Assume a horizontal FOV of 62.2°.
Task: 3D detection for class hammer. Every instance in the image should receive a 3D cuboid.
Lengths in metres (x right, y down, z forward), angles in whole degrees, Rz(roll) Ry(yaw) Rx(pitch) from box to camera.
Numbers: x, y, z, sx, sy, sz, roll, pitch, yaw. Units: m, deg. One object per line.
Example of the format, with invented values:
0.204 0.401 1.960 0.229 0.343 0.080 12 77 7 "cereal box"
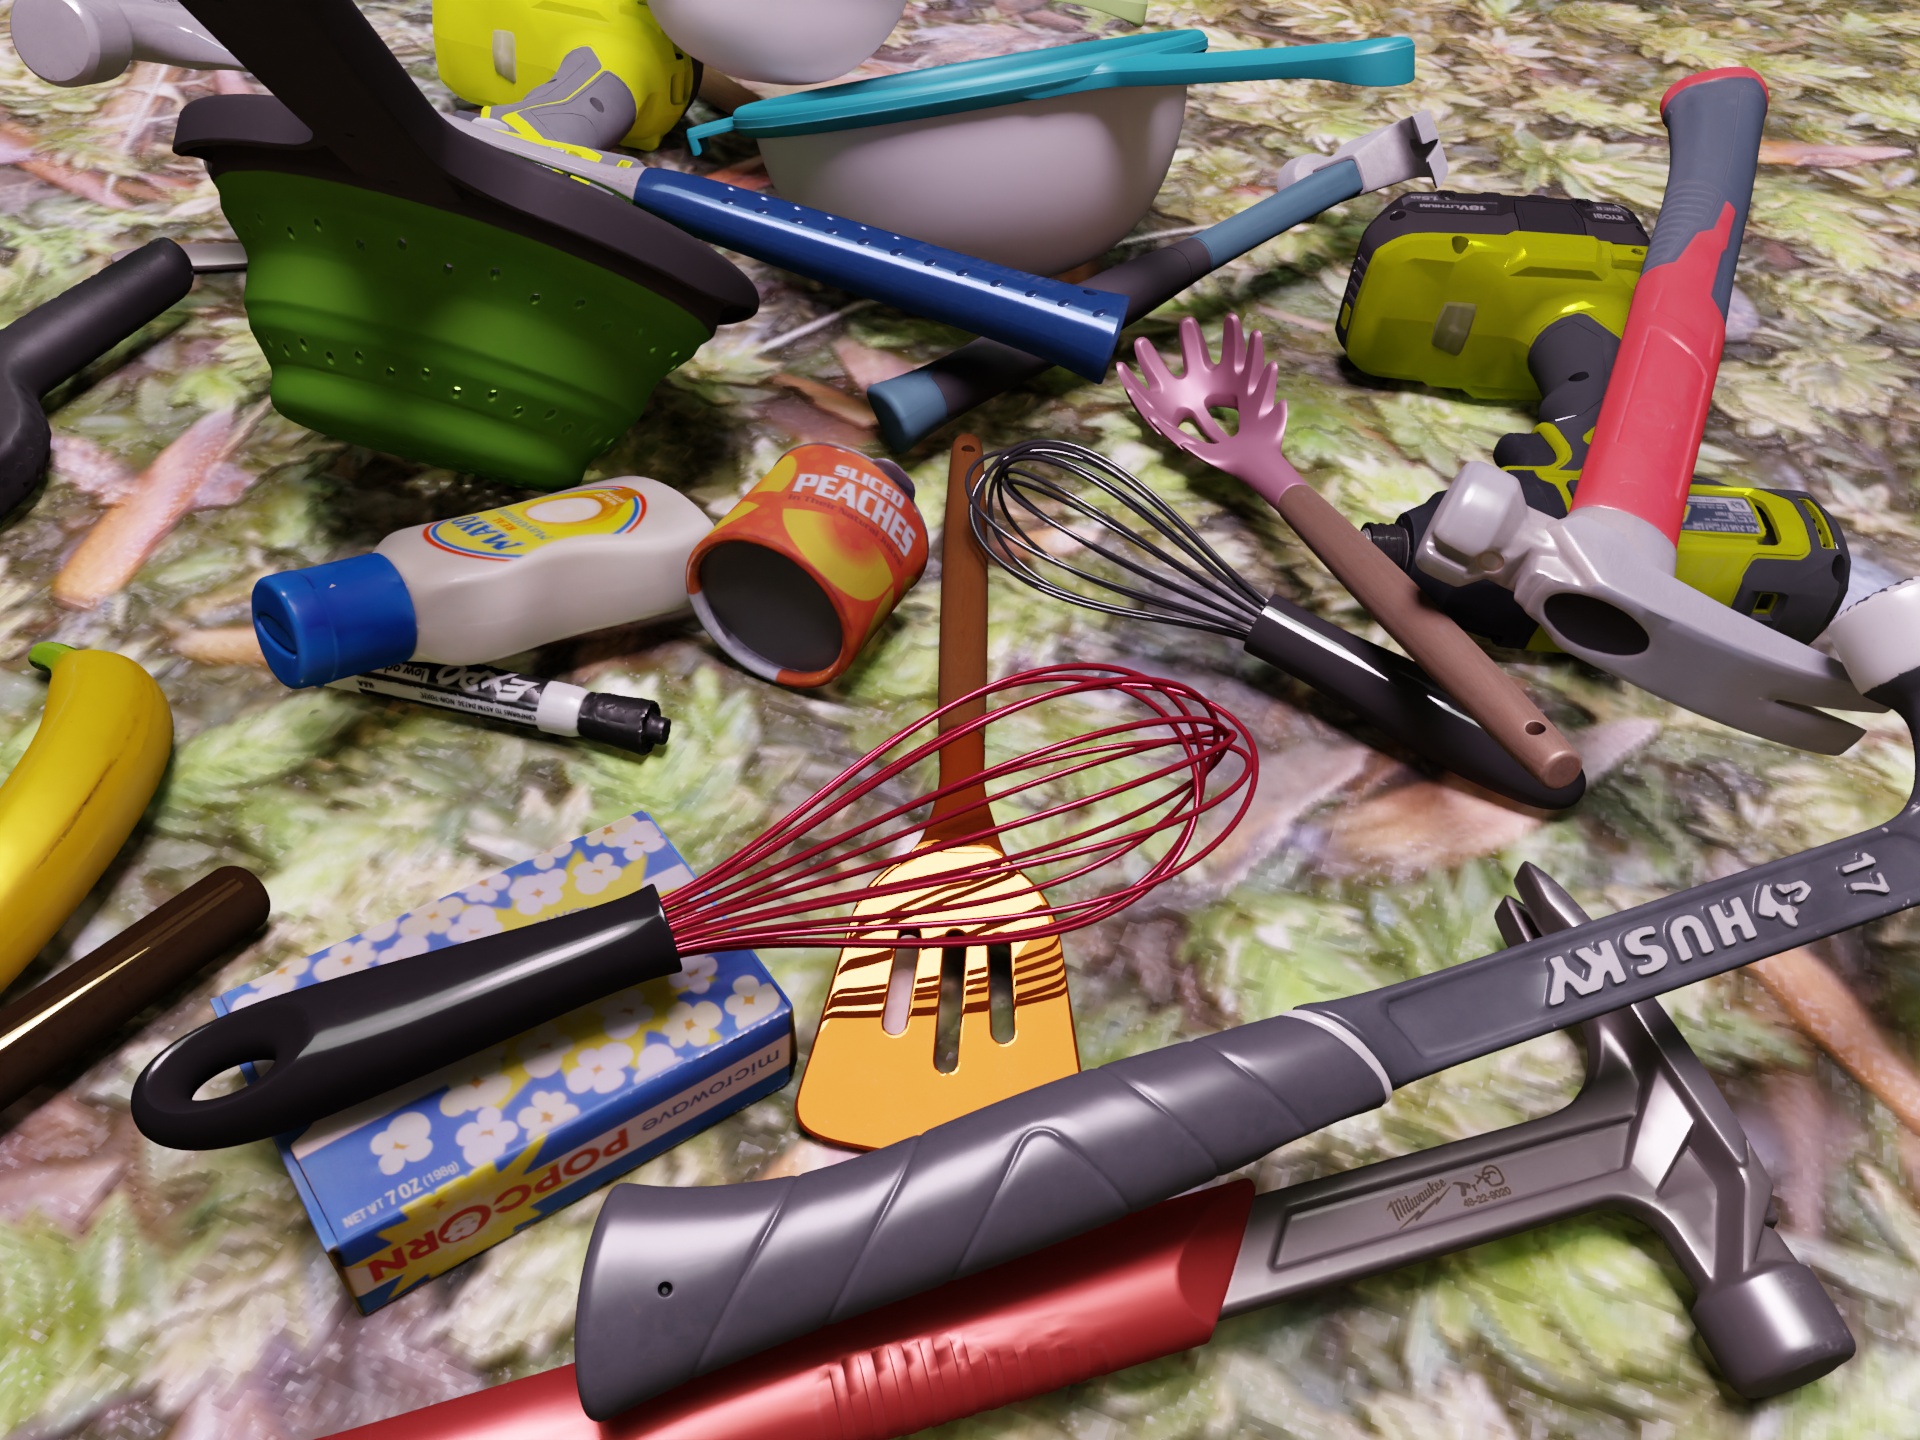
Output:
0.109 0.080 0.382 0.409 0.036 0.149 -16 73 -14 "hammer"
-0.131 -0.212 0.619 0.405 0.035 0.144 18 27 0 "hammer"
0.092 -0.200 0.711 0.331 0.033 0.128 -33 18 -25 "hammer"
0.283 -0.146 0.595 0.143 0.038 0.386 27 50 7 "hammer"
0.028 0.132 0.389 0.359 0.036 0.149 -10 50 -15 "hammer"

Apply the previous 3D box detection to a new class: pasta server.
0.128 -0.073 0.565 0.060 0.040 0.317 -24 34 0 "pasta server"

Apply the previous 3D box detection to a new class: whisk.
0.105 -0.033 0.553 0.239 0.055 0.055 30 49 13 "whisk"
-0.273 0.115 0.388 0.047 0.051 0.245 43 48 5 "whisk"
-0.056 0.047 0.405 0.296 0.073 0.073 -18 49 -14 "whisk"

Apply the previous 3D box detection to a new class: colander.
-0.178 -0.137 0.496 0.204 0.094 0.397 14 1 -4 "colander"

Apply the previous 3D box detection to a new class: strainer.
-0.039 -0.341 0.776 0.256 0.069 0.152 7 26 -6 "strainer"
0.049 -0.230 0.670 0.211 0.095 0.341 -25 29 -31 "strainer"

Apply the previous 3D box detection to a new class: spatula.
-0.001 -0.002 0.537 0.081 0.041 0.323 5 40 -3 "spatula"

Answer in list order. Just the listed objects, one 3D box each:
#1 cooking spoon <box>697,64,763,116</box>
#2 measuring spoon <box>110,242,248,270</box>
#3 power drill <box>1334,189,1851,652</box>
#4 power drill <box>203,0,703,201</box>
-0.126 -0.341 0.871 0.069 0.017 0.319 -31 55 -31 "cooking spoon"
-0.324 -0.220 0.730 0.124 0.018 0.034 -7 46 -13 "measuring spoon"
0.230 -0.120 0.639 0.171 0.080 0.223 3 48 -3 "power drill"
-0.226 -0.288 0.759 0.190 0.080 0.229 11 45 -2 "power drill"
